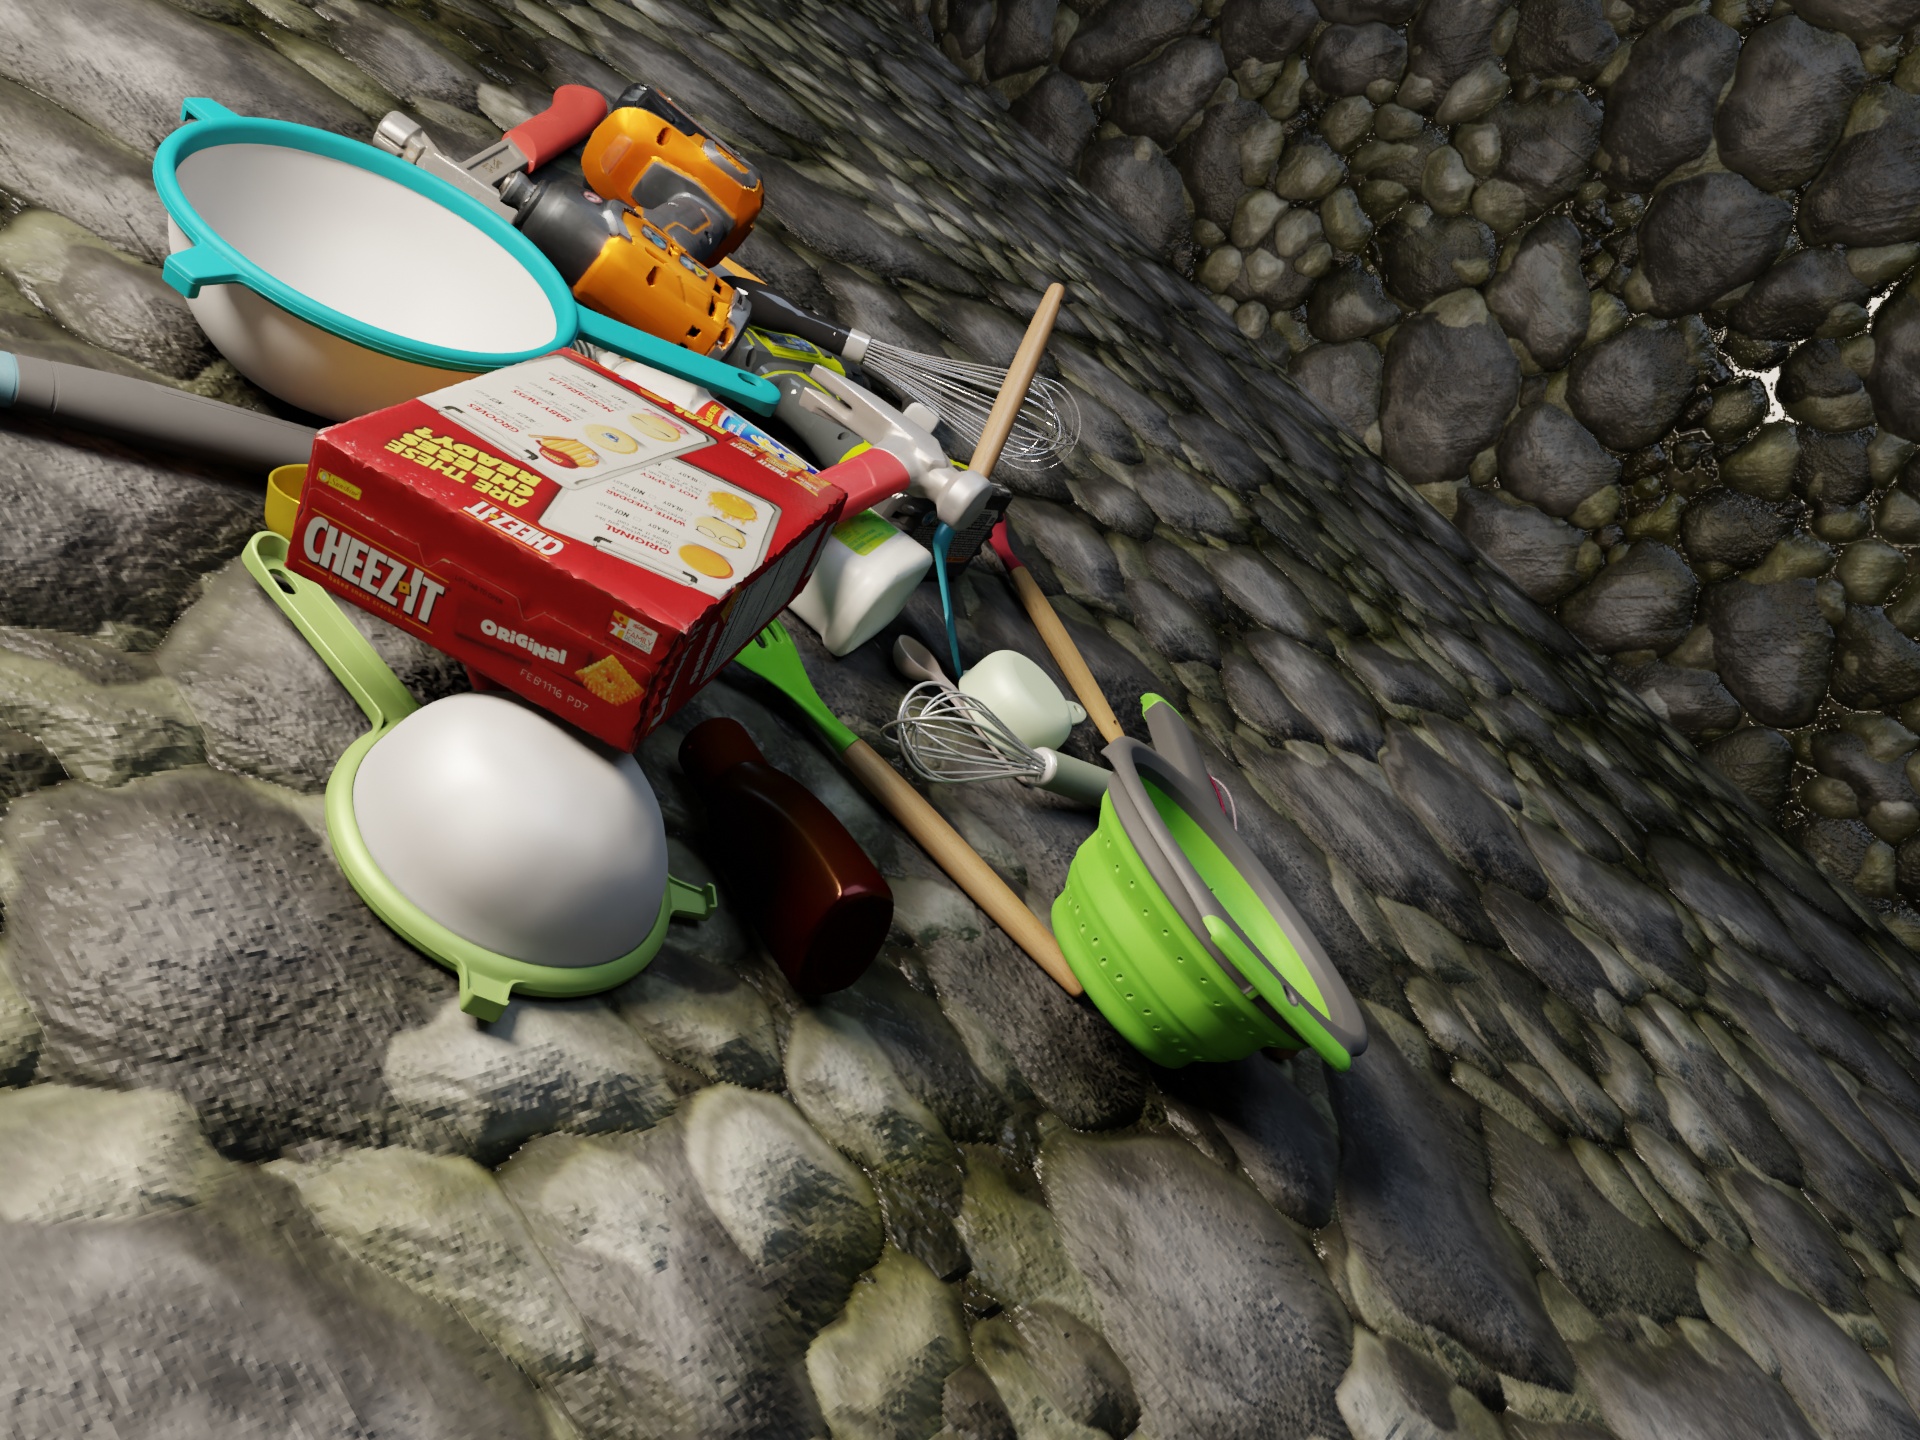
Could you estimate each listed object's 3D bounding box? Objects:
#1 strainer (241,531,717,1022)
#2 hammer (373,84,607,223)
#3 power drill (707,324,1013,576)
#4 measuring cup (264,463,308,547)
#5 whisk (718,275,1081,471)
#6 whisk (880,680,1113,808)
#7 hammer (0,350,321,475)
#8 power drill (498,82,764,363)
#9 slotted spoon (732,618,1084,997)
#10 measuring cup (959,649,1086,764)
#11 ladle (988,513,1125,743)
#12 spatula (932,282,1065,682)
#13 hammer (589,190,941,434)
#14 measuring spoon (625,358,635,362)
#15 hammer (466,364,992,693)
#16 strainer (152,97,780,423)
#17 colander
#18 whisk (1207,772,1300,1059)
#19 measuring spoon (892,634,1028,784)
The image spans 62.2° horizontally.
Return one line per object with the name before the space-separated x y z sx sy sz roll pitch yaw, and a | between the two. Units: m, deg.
strainer | -0.207 -0.003 0.657 0.256 0.069 0.151 47 26 12
hammer | -0.335 -0.456 1.275 0.149 0.036 0.359 33 26 -13
power drill | -0.073 -0.205 1.168 0.223 0.080 0.171 46 27 23
measuring cup | -0.242 -0.081 0.742 0.156 0.029 0.062 15 23 -22
whisk | -0.045 -0.257 1.147 0.284 0.070 0.070 23 28 -7
whisk | 0.042 0.027 0.964 0.246 0.059 0.058 20 63 -48
hammer | -0.392 -0.143 0.682 0.330 0.033 0.128 10 37 -46
power drill | -0.209 -0.330 1.036 0.164 0.084 0.227 33 32 -25
slotted spoon | -0.041 0.033 0.872 0.314 0.031 0.070 46 23 11
measuring cup | 0.059 -0.013 1.056 0.083 0.038 0.167 54 24 15
ladle | 0.052 -0.095 1.211 0.069 0.031 0.316 15 36 -42
spatula | 0.028 -0.176 1.082 0.044 0.082 0.318 14 64 15
hammer | -0.161 -0.356 1.345 0.336 0.034 0.127 29 28 -21
measuring spoon | -0.218 -0.238 1.104 0.117 0.011 0.021 48 27 26
hammer | -0.132 -0.107 0.873 0.143 0.038 0.386 37 37 12
strainer | -0.264 -0.201 0.863 0.340 0.095 0.211 15 35 -34
colander | 0.114 0.085 0.917 0.204 0.094 0.397 46 14 -16
whisk | 0.168 0.109 1.009 0.051 0.047 0.245 25 32 -31
measuring spoon | -0.002 -0.003 1.004 0.124 0.018 0.034 49 20 5
